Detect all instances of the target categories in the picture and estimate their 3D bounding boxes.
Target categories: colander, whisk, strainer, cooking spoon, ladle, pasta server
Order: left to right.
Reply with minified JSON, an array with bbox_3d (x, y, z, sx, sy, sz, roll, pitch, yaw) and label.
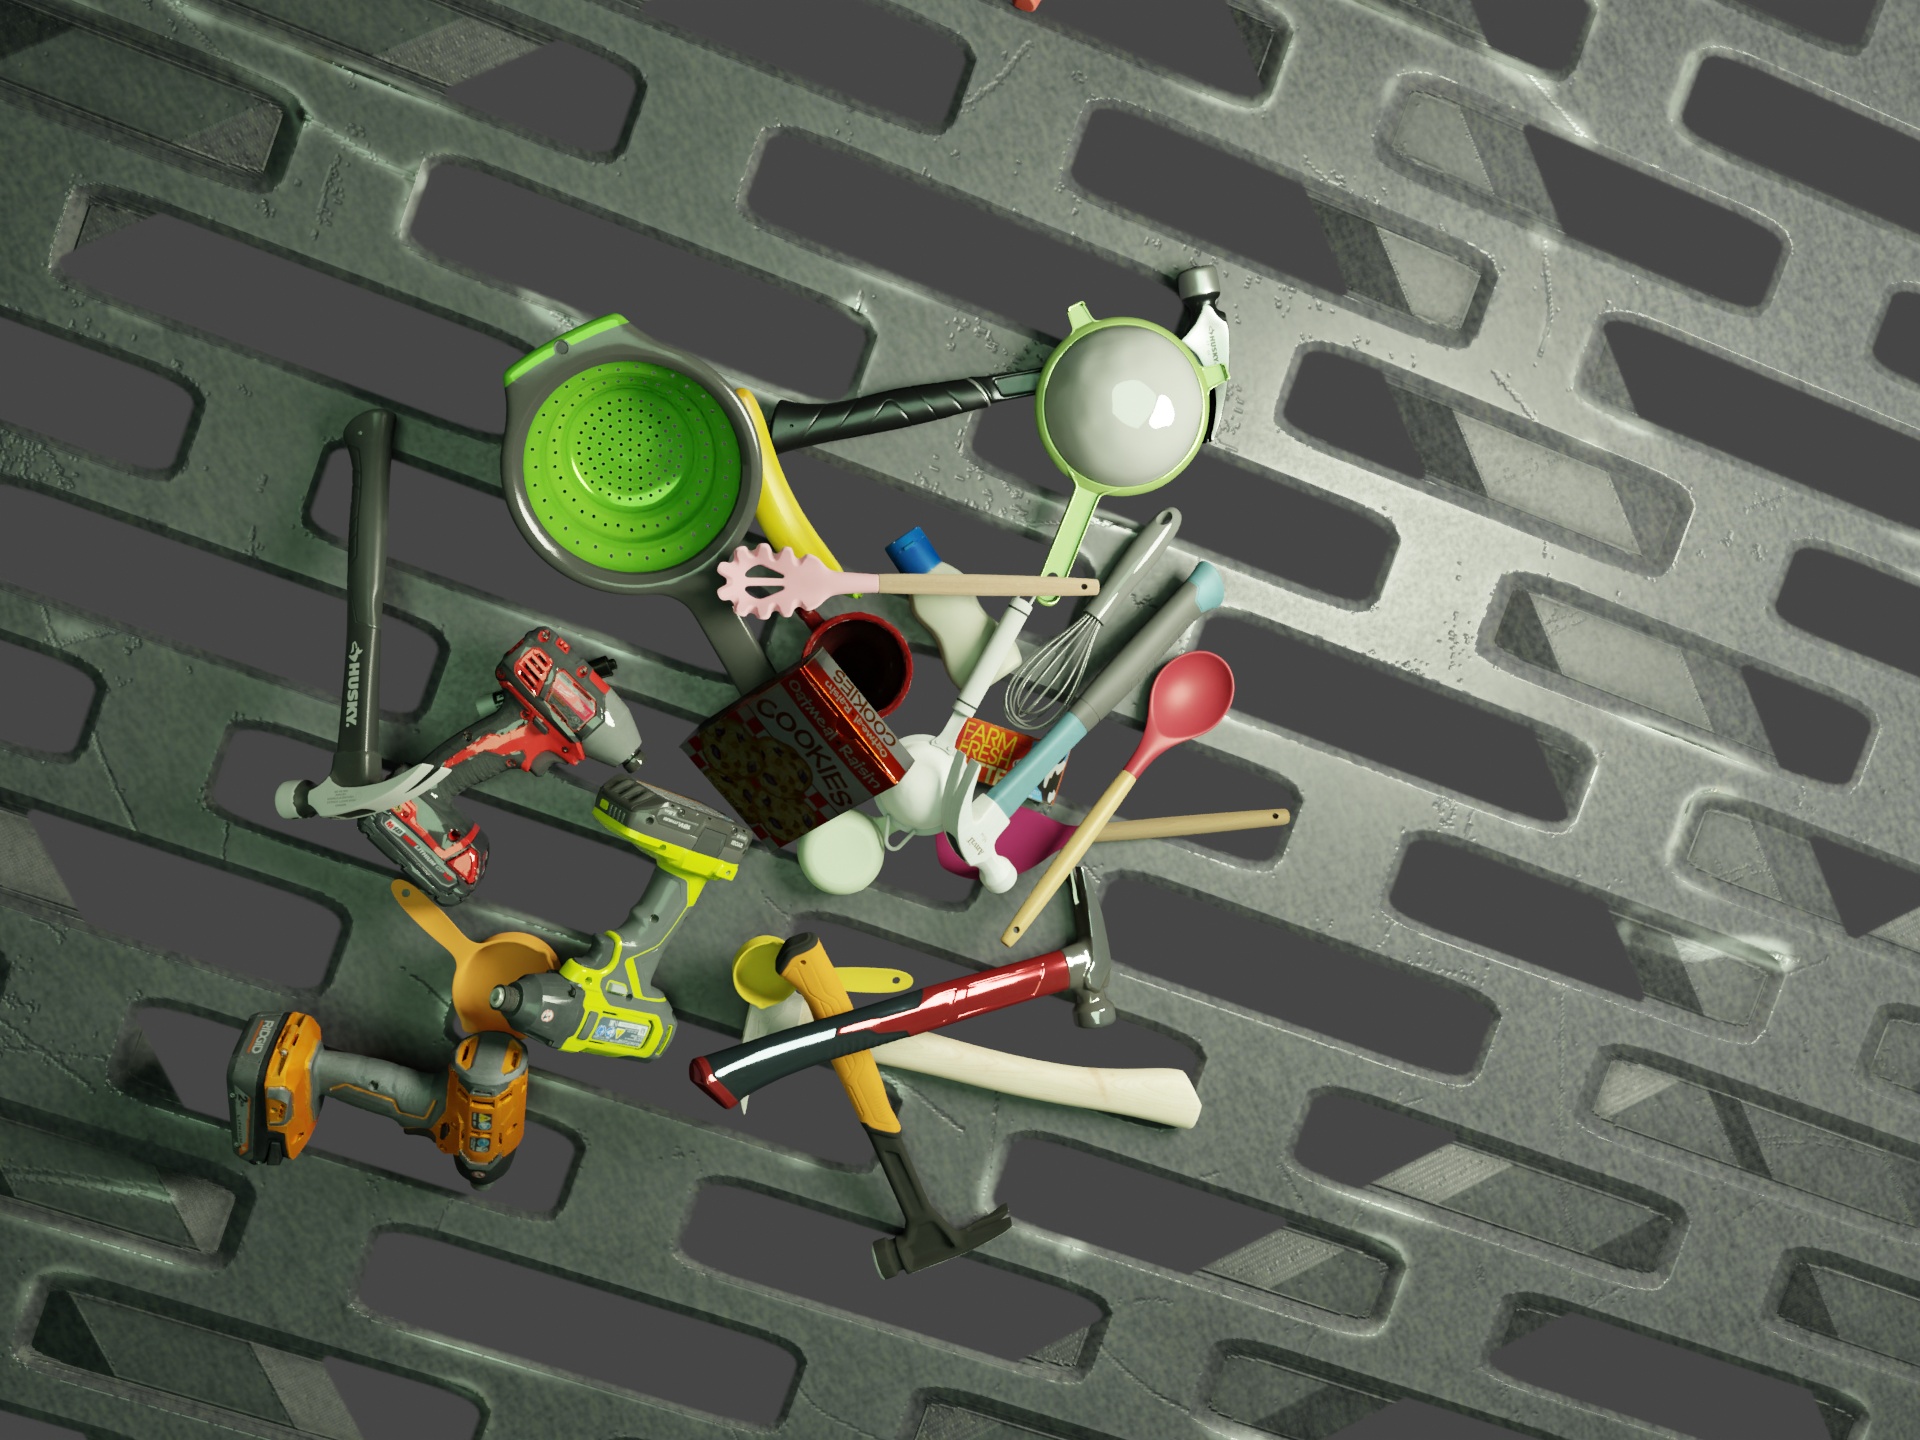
[{"bbox_3d":[-0.233,-0.146,1.329,0.204,0.095,0.396,-28,114,-2],"label":"colander"},{"bbox_3d":[-0.040,-0.112,1.304,0.316,0.040,0.060,0,95,-9],"label":"pasta server"},{"bbox_3d":[-0.002,-0.004,1.339,0.087,0.050,0.258,29,90,9],"label":"strainer"},{"bbox_3d":[0.119,-0.089,1.382,0.055,0.055,0.239,38,86,-7],"label":"whisk"},{"bbox_3d":[0.120,-0.215,1.328,0.151,0.069,0.256,22,92,-8],"label":"strainer"},{"bbox_3d":[0.132,0.068,1.372,0.069,0.031,0.315,38,76,2],"label":"ladle"},{"bbox_3d":[0.136,0.099,1.408,0.319,0.017,0.069,-5,70,-7],"label":"cooking spoon"}]

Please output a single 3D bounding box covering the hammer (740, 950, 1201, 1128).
[{"bbox_3d":[0.010,0.313,1.404,0.410,0.038,0.146,14,94,-7],"label":"hammer"}]

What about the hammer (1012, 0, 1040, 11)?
[{"bbox_3d":[0.149,-0.757,1.341,0.149,0.037,0.359,30,90,-7],"label":"hammer"}]

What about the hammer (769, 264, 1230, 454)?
[{"bbox_3d":[0.035,-0.280,1.365,0.409,0.036,0.149,-12,96,-5],"label":"hammer"}]

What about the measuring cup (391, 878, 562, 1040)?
[{"bbox_3d":[-0.410,0.193,1.344,0.095,0.052,0.173,-44,95,-1],"label":"measuring cup"}]

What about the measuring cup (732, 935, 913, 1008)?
[{"bbox_3d":[-0.118,0.214,1.353,0.156,0.029,0.062,7,102,-19],"label":"measuring cup"}]

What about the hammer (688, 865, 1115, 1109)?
[{"bbox_3d":[-0.041,0.227,1.315,0.386,0.038,0.143,-11,92,-30],"label":"hammer"}]

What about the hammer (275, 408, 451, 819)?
[{"bbox_3d":[-0.475,-0.089,1.279,0.146,0.035,0.335,-5,78,20],"label":"hammer"}]

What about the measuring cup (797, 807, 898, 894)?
[{"bbox_3d":[-0.063,0.094,1.378,0.167,0.038,0.083,-26,96,-1],"label":"measuring cup"}]

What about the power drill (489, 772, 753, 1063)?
[{"bbox_3d":[-0.278,0.166,1.309,0.171,0.080,0.223,26,88,-48],"label":"power drill"}]

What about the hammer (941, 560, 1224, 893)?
[{"bbox_3d":[0.109,-0.008,1.355,0.331,0.033,0.128,-46,130,-10],"label":"hammer"}]

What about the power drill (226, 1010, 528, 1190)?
[{"bbox_3d":[-0.477,0.324,1.320,0.226,0.084,0.164,8,124,-8],"label":"power drill"}]

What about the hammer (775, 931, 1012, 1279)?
[{"bbox_3d":[-0.069,0.324,1.357,0.127,0.034,0.336,-21,109,2],"label":"hammer"}]

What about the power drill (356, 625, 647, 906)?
[{"bbox_3d":[-0.373,0.042,1.314,0.219,0.078,0.143,-43,104,1],"label":"power drill"}]
